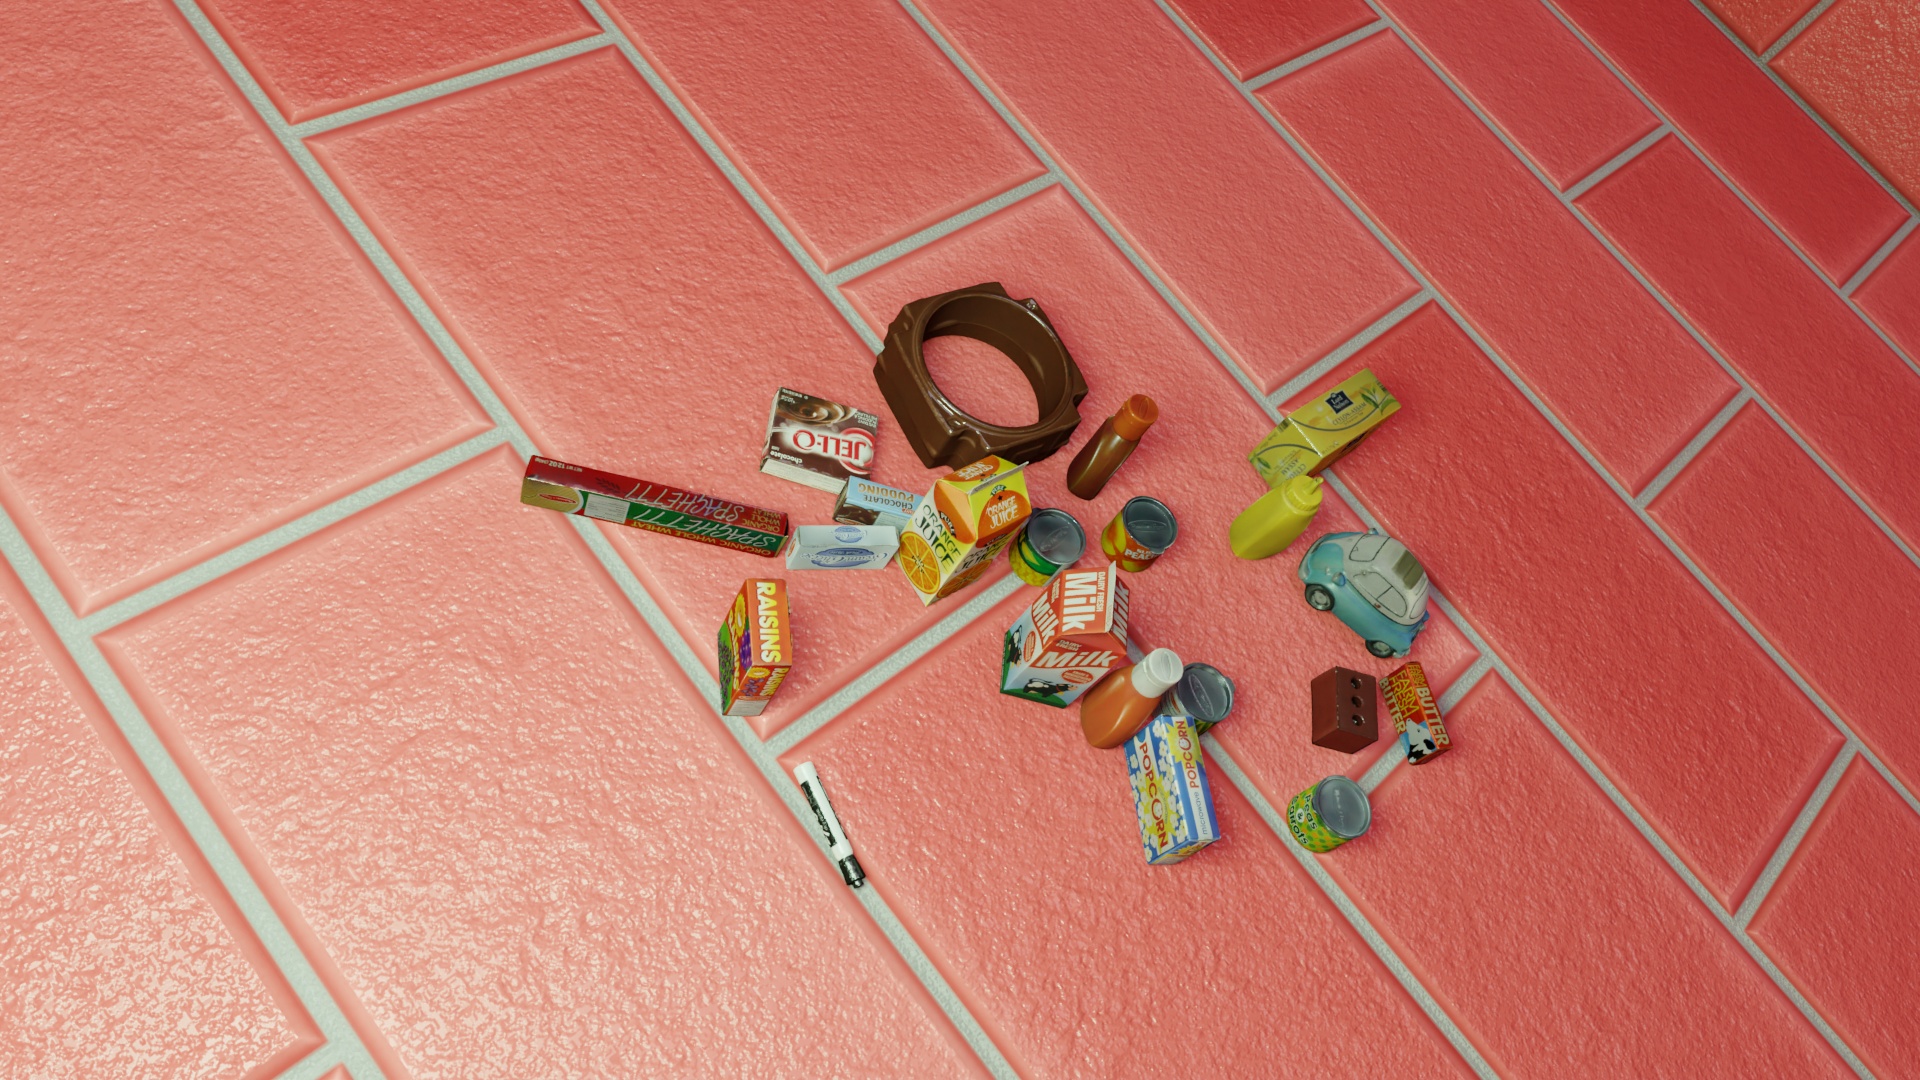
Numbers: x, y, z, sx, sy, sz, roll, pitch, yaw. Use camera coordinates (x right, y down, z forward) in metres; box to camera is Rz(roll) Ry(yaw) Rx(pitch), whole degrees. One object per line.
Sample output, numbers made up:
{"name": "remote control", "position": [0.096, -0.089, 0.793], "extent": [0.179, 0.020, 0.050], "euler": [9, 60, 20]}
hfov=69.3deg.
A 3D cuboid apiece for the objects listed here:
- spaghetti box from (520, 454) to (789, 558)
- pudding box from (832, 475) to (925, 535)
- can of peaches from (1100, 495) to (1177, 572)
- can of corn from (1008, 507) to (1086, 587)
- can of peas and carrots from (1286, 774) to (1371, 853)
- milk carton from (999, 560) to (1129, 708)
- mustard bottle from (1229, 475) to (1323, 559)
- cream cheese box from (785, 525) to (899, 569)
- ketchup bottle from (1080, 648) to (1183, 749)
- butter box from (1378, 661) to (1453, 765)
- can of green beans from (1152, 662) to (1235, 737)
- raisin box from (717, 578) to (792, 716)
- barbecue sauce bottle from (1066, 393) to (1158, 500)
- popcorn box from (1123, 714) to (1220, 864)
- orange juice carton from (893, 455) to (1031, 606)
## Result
{"name": "spaghetti box", "position": [-0.289, -0.030, 1.326], "extent": [0.250, 0.050, 0.029], "euler": [13, 58, -16]}
{"name": "pudding box", "position": [-0.083, -0.032, 1.414], "extent": [0.084, 0.049, 0.030], "euler": [15, 57, -14]}
{"name": "can of peaches", "position": [0.194, -0.004, 1.509], "extent": [0.071, 0.057, 0.071], "euler": [10, 59, -17]}
{"name": "can of corn", "position": [0.089, 0.006, 1.459], "extent": [0.071, 0.058, 0.071], "euler": [10, 59, -17]}
{"name": "can of peas and carrots", "position": [0.374, 0.281, 1.421], "extent": [0.071, 0.058, 0.071], "euler": [10, 59, -17]}
{"name": "milk carton", "position": [0.107, 0.090, 1.337], "extent": [0.073, 0.189, 0.073], "euler": [15, 57, -14]}
{"name": "mustard bottle", "position": [0.357, -0.032, 1.532], "extent": [0.065, 0.159, 0.049], "euler": [0, 62, -23]}
{"name": "cream cheese box", "position": [-0.117, 0.007, 1.374], "extent": [0.104, 0.053, 0.024], "euler": [0, 62, -23]}
{"name": "ketchup bottle", "position": [0.166, 0.150, 1.353], "extent": [0.043, 0.148, 0.065], "euler": [7, 60, -19]}
{"name": "butter box", "position": [0.501, 0.190, 1.530], "extent": [0.024, 0.053, 0.104], "euler": [-2, 63, -24]}
{"name": "can of green beans", "position": [0.238, 0.167, 1.430], "extent": [0.071, 0.057, 0.071], "euler": [10, 59, -17]}
{"name": "raisin box", "position": [-0.186, 0.098, 1.251], "extent": [0.040, 0.122, 0.086], "euler": [4, 61, -21]}
{"name": "barbecue sauce bottle", "position": [0.164, -0.104, 1.499], "extent": [0.044, 0.147, 0.065], "euler": [25, 55, -8]}
{"name": "popcorn box", "position": [0.204, 0.243, 1.354], "extent": [0.038, 0.084, 0.127], "euler": [2, 61, -22]}
{"name": "orange juice carton", "position": [0.005, -0.017, 1.355], "extent": [0.072, 0.191, 0.073], "euler": [-25, 74, -32]}
